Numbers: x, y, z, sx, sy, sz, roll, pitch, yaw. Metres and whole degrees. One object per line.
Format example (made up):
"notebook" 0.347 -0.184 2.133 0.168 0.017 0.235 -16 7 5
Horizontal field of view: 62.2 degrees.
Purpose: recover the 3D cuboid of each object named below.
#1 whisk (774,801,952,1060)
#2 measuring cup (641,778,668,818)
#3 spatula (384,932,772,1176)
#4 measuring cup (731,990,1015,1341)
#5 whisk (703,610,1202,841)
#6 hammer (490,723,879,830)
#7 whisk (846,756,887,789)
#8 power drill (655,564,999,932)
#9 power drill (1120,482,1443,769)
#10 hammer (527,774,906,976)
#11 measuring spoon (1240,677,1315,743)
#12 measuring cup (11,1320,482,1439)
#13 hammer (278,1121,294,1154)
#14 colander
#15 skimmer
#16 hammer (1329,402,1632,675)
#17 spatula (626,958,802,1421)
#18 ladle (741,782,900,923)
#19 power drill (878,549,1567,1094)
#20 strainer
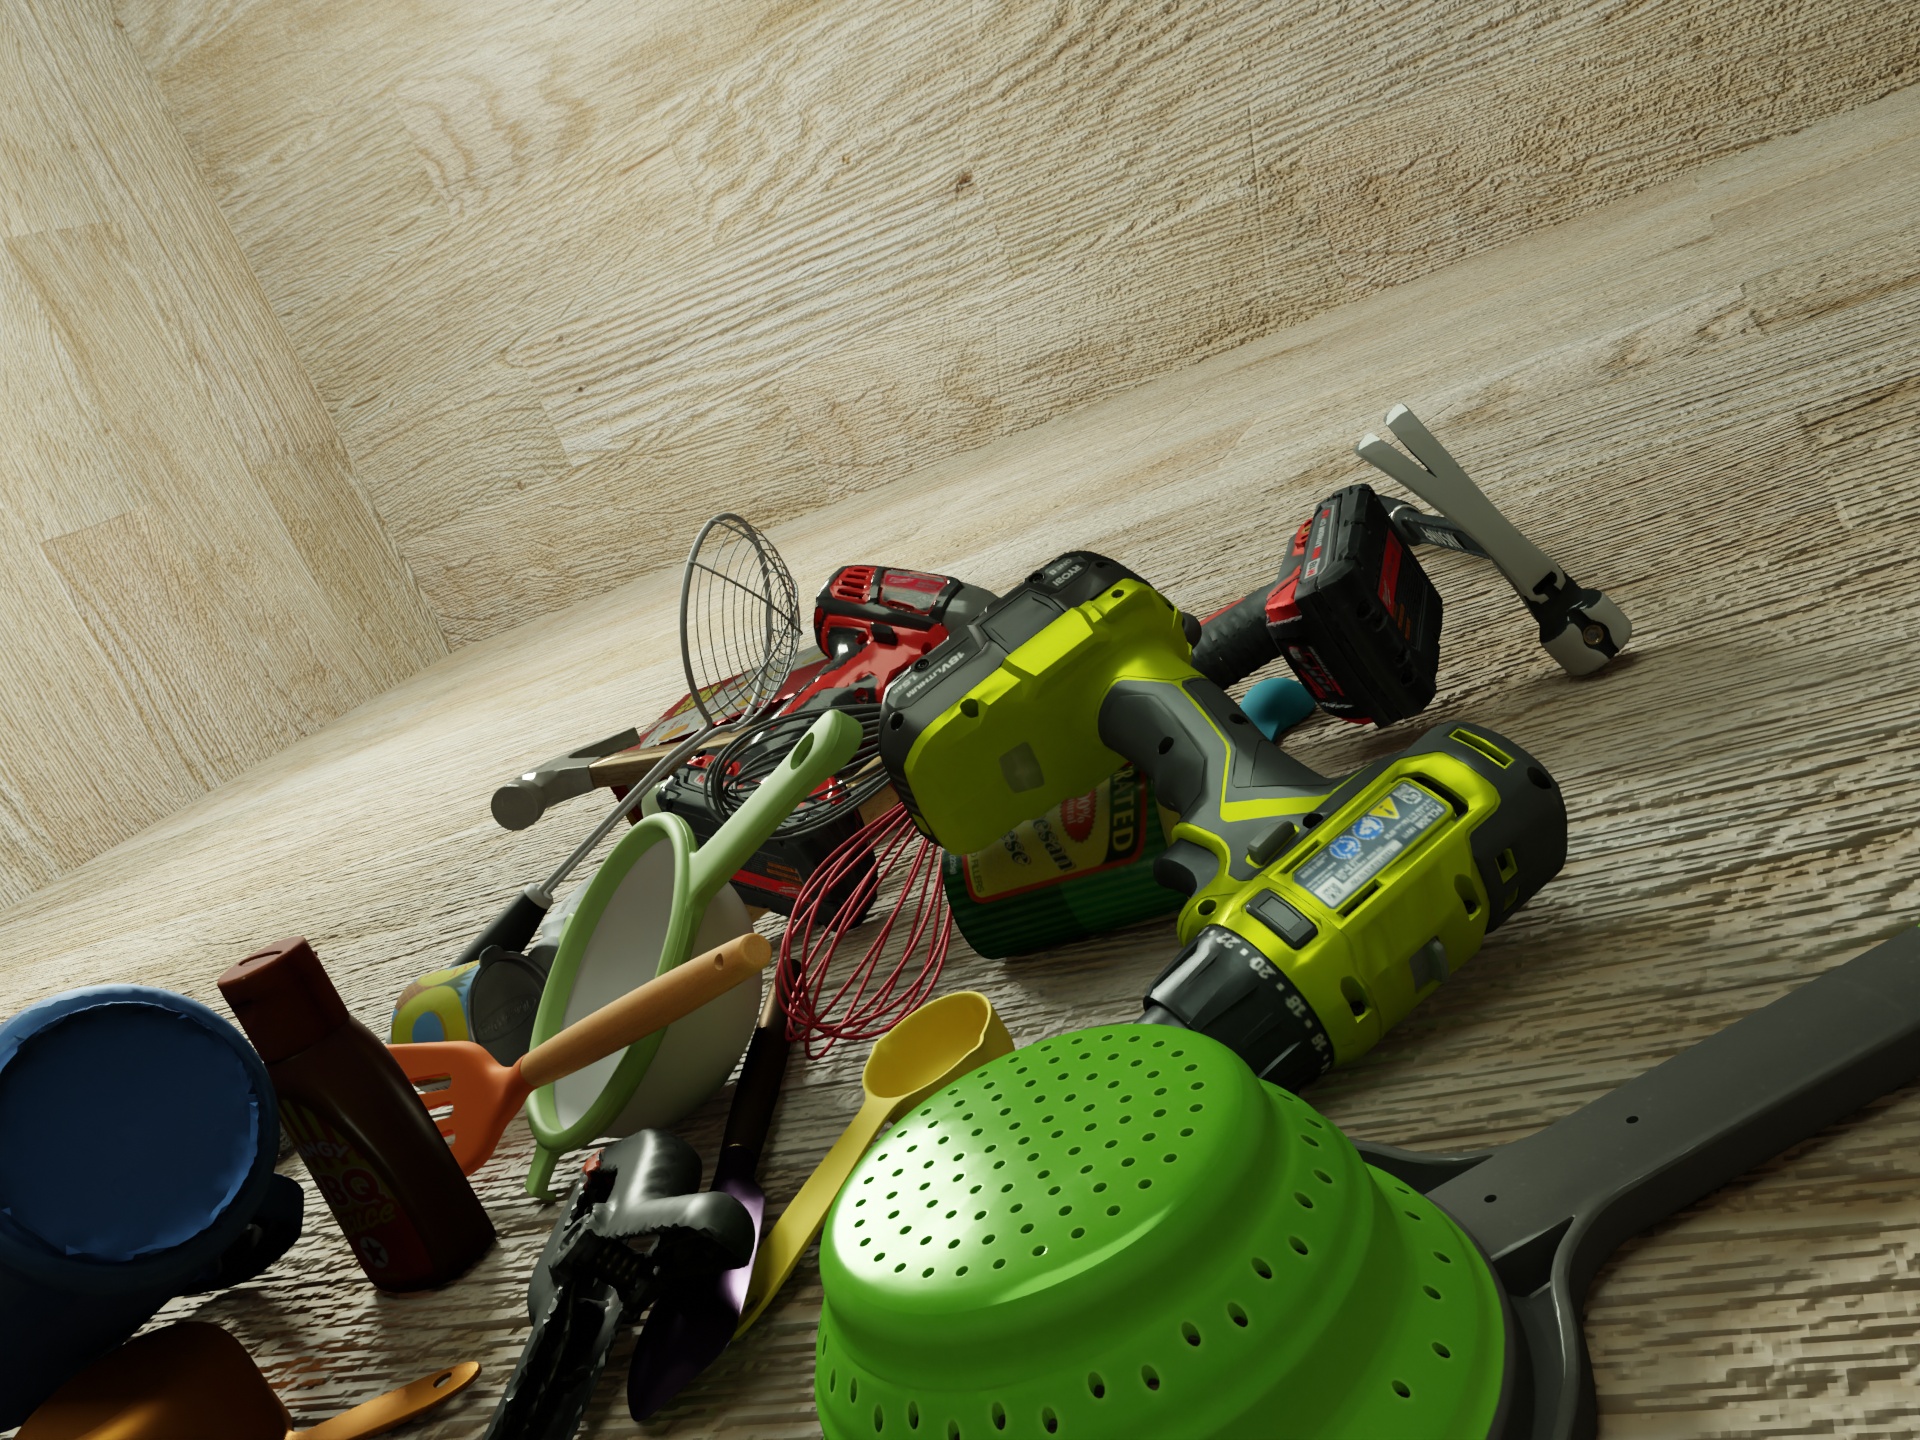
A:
"whisk" -0.012 0.042 0.757 0.073 0.073 0.296 -14 32 34
"measuring cup" -0.175 0.049 1.050 0.083 0.038 0.167 -14 -6 -11
"spatula" -0.169 0.136 0.638 0.041 0.081 0.322 6 -26 -37
"measuring cup" -0.031 0.161 0.565 0.062 0.029 0.156 -13 30 48
"whisk" -0.001 -0.002 0.718 0.239 0.055 0.055 -20 14 -5
"hammer" -0.126 0.013 1.027 0.331 0.031 0.130 -11 11 8
"whisk" 0.002 -0.014 1.087 0.245 0.047 0.051 -40 6 -37
"power drill" -0.052 0.002 0.875 0.143 0.078 0.220 12 51 29
"power drill" 0.113 -0.008 0.780 0.226 0.080 0.188 -27 20 32
"hammer" -0.101 0.071 0.969 0.331 0.033 0.128 -22 15 7
"measuring spoon" 0.147 0.007 0.814 0.042 0.021 0.129 -14 18 34
"measuring cup" -0.253 0.240 0.558 0.173 0.052 0.095 -24 14 9
"hammer" -0.474 0.305 0.718 0.146 0.038 0.411 -20 15 21
"colander" 0.106 0.103 0.388 0.397 0.094 0.205 -26 14 -7
"skimmer" -0.223 0.039 0.936 0.363 0.090 0.127 -47 -20 0
"hammer" 0.256 -0.114 0.911 0.036 0.149 0.409 -45 4 9
"spatula" -0.086 0.164 0.632 0.060 0.018 0.316 -43 10 11
"ladle" -0.058 0.056 0.894 0.315 0.031 0.069 -39 44 -19
"power drill" 0.070 0.042 0.576 0.190 0.080 0.229 -37 44 -14
"strainer" -0.098 0.089 0.672 0.256 0.069 0.152 -46 32 32
